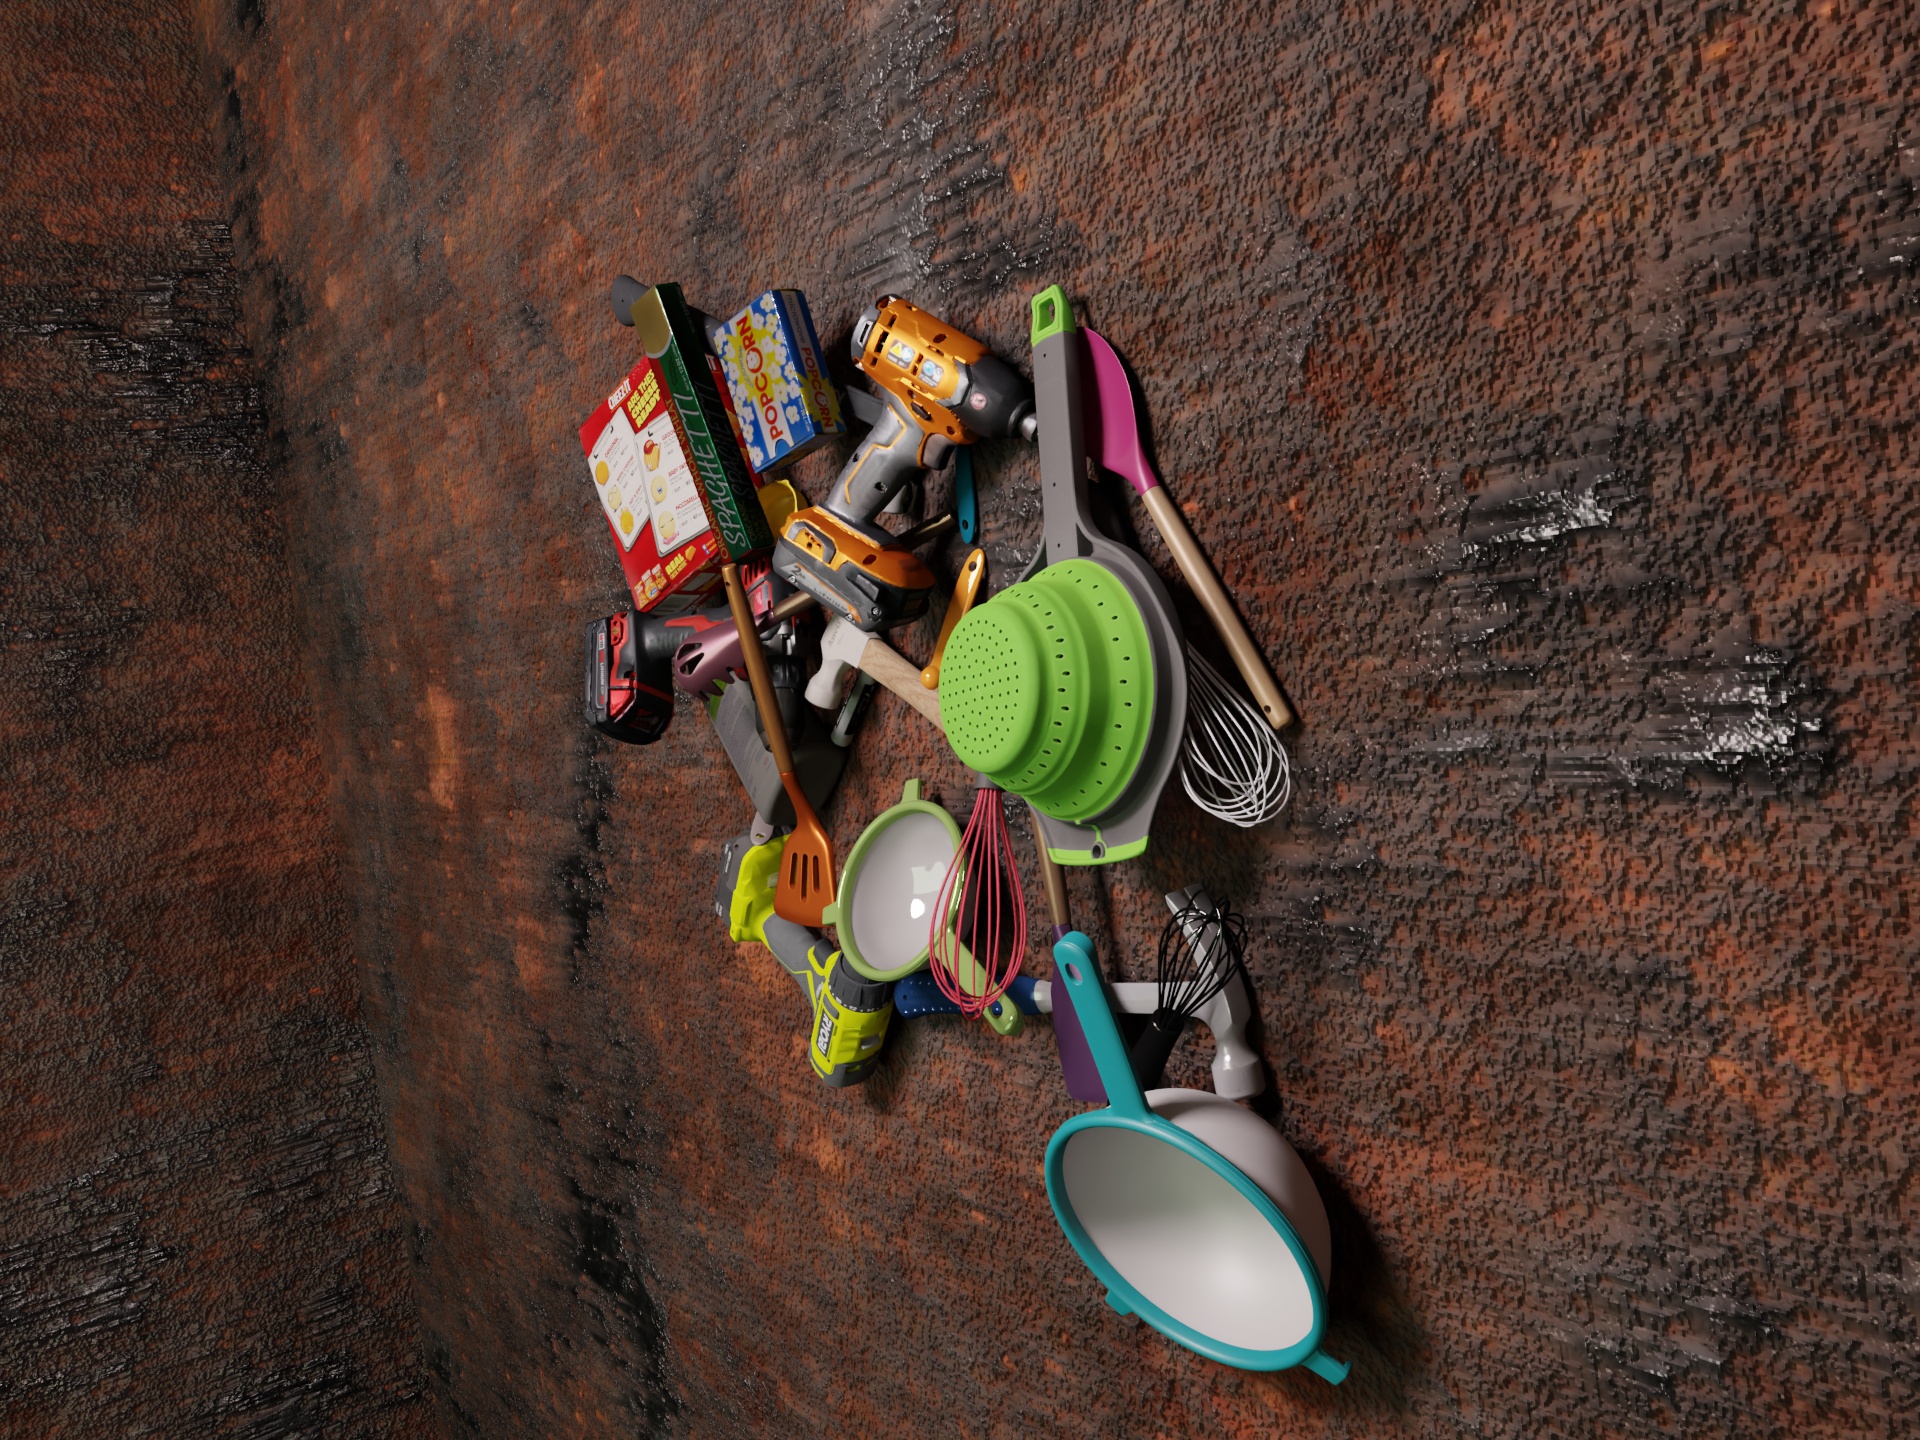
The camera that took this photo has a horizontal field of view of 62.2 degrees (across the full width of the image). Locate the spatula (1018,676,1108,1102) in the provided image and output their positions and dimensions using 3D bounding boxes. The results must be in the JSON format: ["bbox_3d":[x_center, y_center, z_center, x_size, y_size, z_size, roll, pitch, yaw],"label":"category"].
[{"bbox_3d":[0.071,0.122,1.157,0.060,0.018,0.316,-10,90,50],"label":"spatula"}]

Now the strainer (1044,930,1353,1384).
[{"bbox_3d":[0.145,0.264,1.039,0.211,0.095,0.340,-1,118,45],"label":"strainer"}]

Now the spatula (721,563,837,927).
[{"bbox_3d":[-0.159,0.024,1.348,0.081,0.041,0.322,4,116,40],"label":"spatula"}]

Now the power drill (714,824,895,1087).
[{"bbox_3d":[-0.135,0.199,1.460,0.229,0.080,0.190,49,141,34],"label":"power drill"}]

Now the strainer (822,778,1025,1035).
[{"bbox_3d":[-0.005,0.171,1.269,0.151,0.069,0.257,-57,42,10],"label":"strainer"}]

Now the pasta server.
[{"bbox_3d":[-0.127,-0.099,1.325,0.316,0.040,0.060,-26,71,27],"label":"pasta server"}]

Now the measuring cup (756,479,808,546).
[{"bbox_3d":[-0.126,-0.164,1.403,0.157,0.029,0.062,28,92,32],"label":"measuring cup"}]

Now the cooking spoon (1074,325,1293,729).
[{"bbox_3d":[0.139,-0.131,1.056,0.068,0.017,0.319,-47,61,45],"label":"cooking spoon"}]

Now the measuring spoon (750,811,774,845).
[{"bbox_3d":[-0.182,0.082,1.491,0.124,0.034,0.018,-92,5,-66],"label":"measuring spoon"}]

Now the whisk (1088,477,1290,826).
[{"bbox_3d":[0.133,-0.052,1.053,0.070,0.070,0.285,-55,51,45],"label":"whisk"}]

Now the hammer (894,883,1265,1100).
[{"bbox_3d":[0.070,0.207,1.226,0.405,0.035,0.144,-13,89,54],"label":"hammer"}]

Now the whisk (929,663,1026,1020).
[{"bbox_3d":[0.020,0.070,1.165,0.073,0.073,0.296,-9,72,54],"label":"whisk"}]

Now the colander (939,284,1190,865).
[{"bbox_3d":[0.045,-0.101,1.058,0.204,0.094,0.397,-14,77,56],"label":"colander"}]

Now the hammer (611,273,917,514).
[{"bbox_3d":[-0.174,-0.316,1.369,0.409,0.036,0.149,31,121,35],"label":"hammer"}]

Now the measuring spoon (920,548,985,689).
[{"bbox_3d":[-0.007,-0.079,1.238,0.021,0.011,0.117,25,96,37],"label":"measuring spoon"}]

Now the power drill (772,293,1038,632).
[{"bbox_3d":[-0.036,-0.182,1.196,0.164,0.084,0.226,34,114,20],"label":"power drill"}]

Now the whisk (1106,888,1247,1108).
[{"bbox_3d":[0.137,0.200,1.065,0.055,0.055,0.238,51,141,33],"label":"whisk"}]

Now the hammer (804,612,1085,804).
[{"bbox_3d":[-0.002,-0.004,1.254,0.332,0.031,0.130,36,112,38],"label":"hammer"}]

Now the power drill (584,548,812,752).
[{"bbox_3d":[-0.233,-0.041,1.451,0.227,0.080,0.188,-17,67,26],"label":"power drill"}]

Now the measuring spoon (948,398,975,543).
[{"bbox_3d":[-0.005,-0.200,1.229,0.042,0.021,0.128,3,100,54],"label":"measuring spoon"}]
